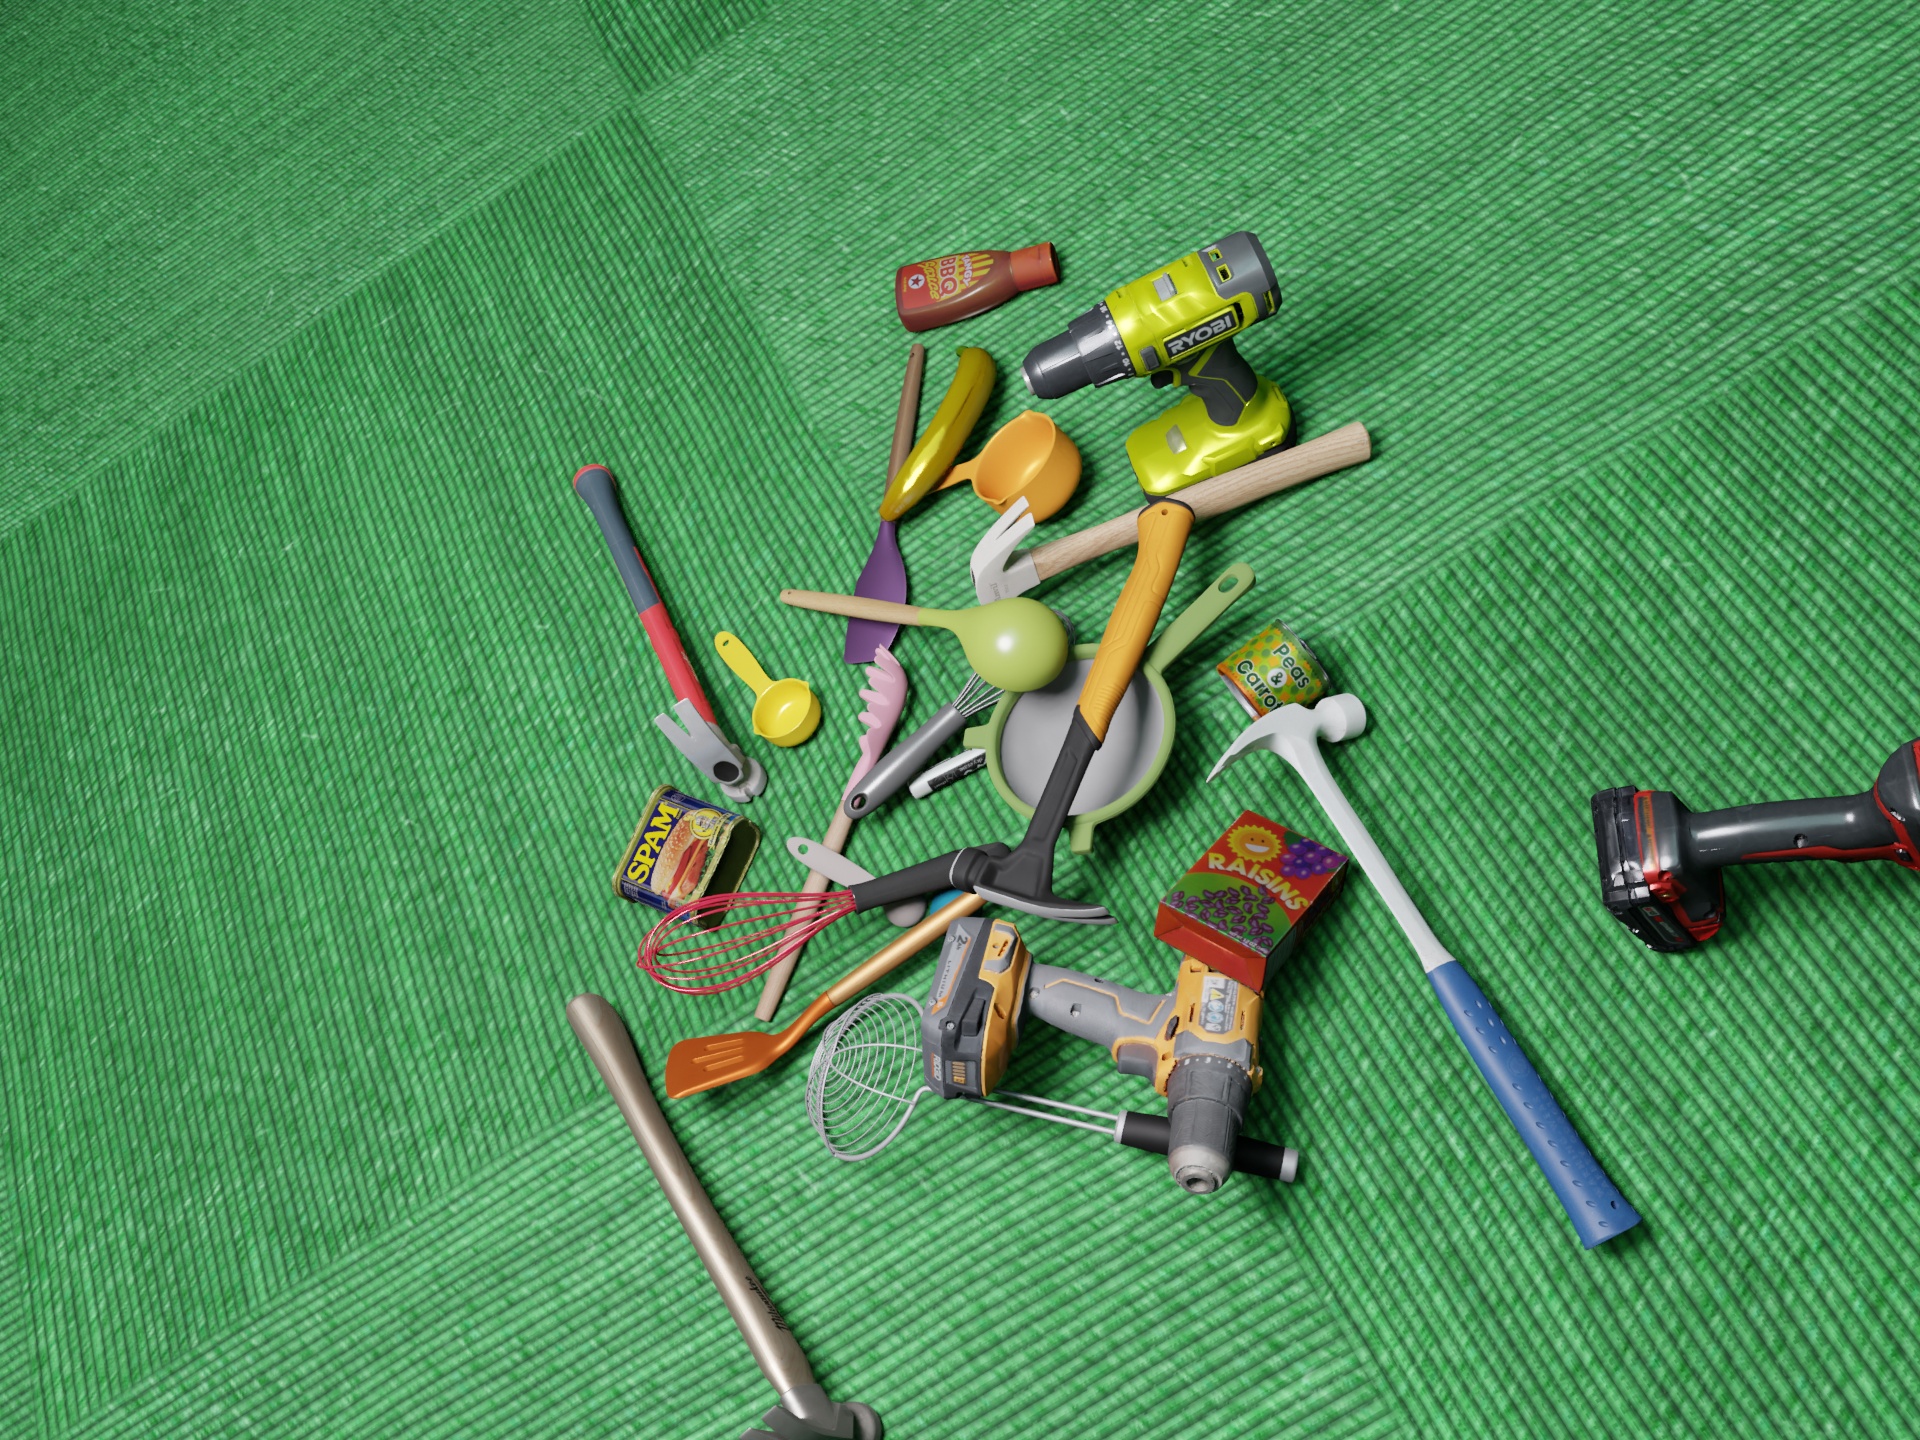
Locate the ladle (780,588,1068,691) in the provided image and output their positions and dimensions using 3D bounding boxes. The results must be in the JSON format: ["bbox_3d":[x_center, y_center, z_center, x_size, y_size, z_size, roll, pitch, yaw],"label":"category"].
[{"bbox_3d":[-0.041,-0.078,1.298,0.320,0.062,0.078,12,55,46],"label":"ladle"}]

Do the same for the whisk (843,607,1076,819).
[{"bbox_3d":[-0.001,-0.003,1.271,0.239,0.055,0.055,-42,59,-3],"label":"whisk"}]

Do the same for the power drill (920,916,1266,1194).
[{"bbox_3d":[0.089,0.223,1.072,0.226,0.084,0.185,6,40,10],"label":"power drill"}]

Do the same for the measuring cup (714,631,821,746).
[{"bbox_3d":[-0.170,-0.031,1.377,0.062,0.029,0.157,-44,48,-1],"label":"measuring cup"}]

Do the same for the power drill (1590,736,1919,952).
[{"bbox_3d":[0.529,0.083,0.981,0.227,0.187,0.080,-16,57,35],"label":"power drill"}]

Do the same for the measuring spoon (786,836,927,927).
[{"bbox_3d":[-0.083,0.123,1.248,0.124,0.018,0.034,28,83,7],"label":"measuring spoon"}]

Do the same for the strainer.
[{"bbox_3d":[0.137,-0.016,1.217,0.256,0.069,0.152,-44,55,-3],"label":"strainer"}]

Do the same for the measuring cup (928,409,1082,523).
[{"bbox_3d":[0.030,-0.202,1.360,0.174,0.052,0.095,-9,56,45],"label":"measuring cup"}]

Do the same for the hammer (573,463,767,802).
[{"bbox_3d":[-0.277,-0.103,1.390,0.038,0.143,0.387,-32,56,2],"label":"hammer"}]

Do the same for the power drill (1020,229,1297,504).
[{"bbox_3d":[0.161,-0.256,1.220,0.190,0.228,0.080,-24,61,10],"label":"power drill"}]

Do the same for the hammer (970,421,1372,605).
[{"bbox_3d":[0.165,-0.165,1.259,0.331,0.129,0.031,-21,56,3],"label":"hammer"}]

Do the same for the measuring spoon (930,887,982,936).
[{"bbox_3d":[0.009,0.179,1.208,0.042,0.021,0.129,-28,59,8],"label":"measuring spoon"}]

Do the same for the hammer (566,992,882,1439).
[{"bbox_3d":[-0.200,0.352,1.159,0.038,0.146,0.411,-42,55,1],"label":"hammer"}]

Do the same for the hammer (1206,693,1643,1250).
[{"bbox_3d":[0.311,0.158,1.064,0.144,0.035,0.406,-12,61,-31],"label":"hammer"}]

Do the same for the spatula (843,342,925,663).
[{"bbox_3d":[-0.058,-0.196,1.402,0.060,0.018,0.316,-7,65,33],"label":"spatula"}]

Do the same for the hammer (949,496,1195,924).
[{"bbox_3d":[0.109,-0.015,1.166,0.127,0.034,0.337,13,71,31],"label":"hammer"}]

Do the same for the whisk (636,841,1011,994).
[{"bbox_3d":[-0.100,0.142,1.203,0.296,0.073,0.073,-16,60,-13],"label":"whisk"}]

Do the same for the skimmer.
[{"bbox_3d":[0.058,0.282,1.141,0.363,0.090,0.127,10,67,14],"label":"skimmer"}]

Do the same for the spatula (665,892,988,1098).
[{"bbox_3d":[-0.084,0.192,1.209,0.322,0.041,0.081,-35,20,5],"label":"spatula"}]

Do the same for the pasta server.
[{"bbox_3d":[-0.107,0.089,1.286,0.040,0.060,0.316,23,78,-7],"label":"pasta server"}]
